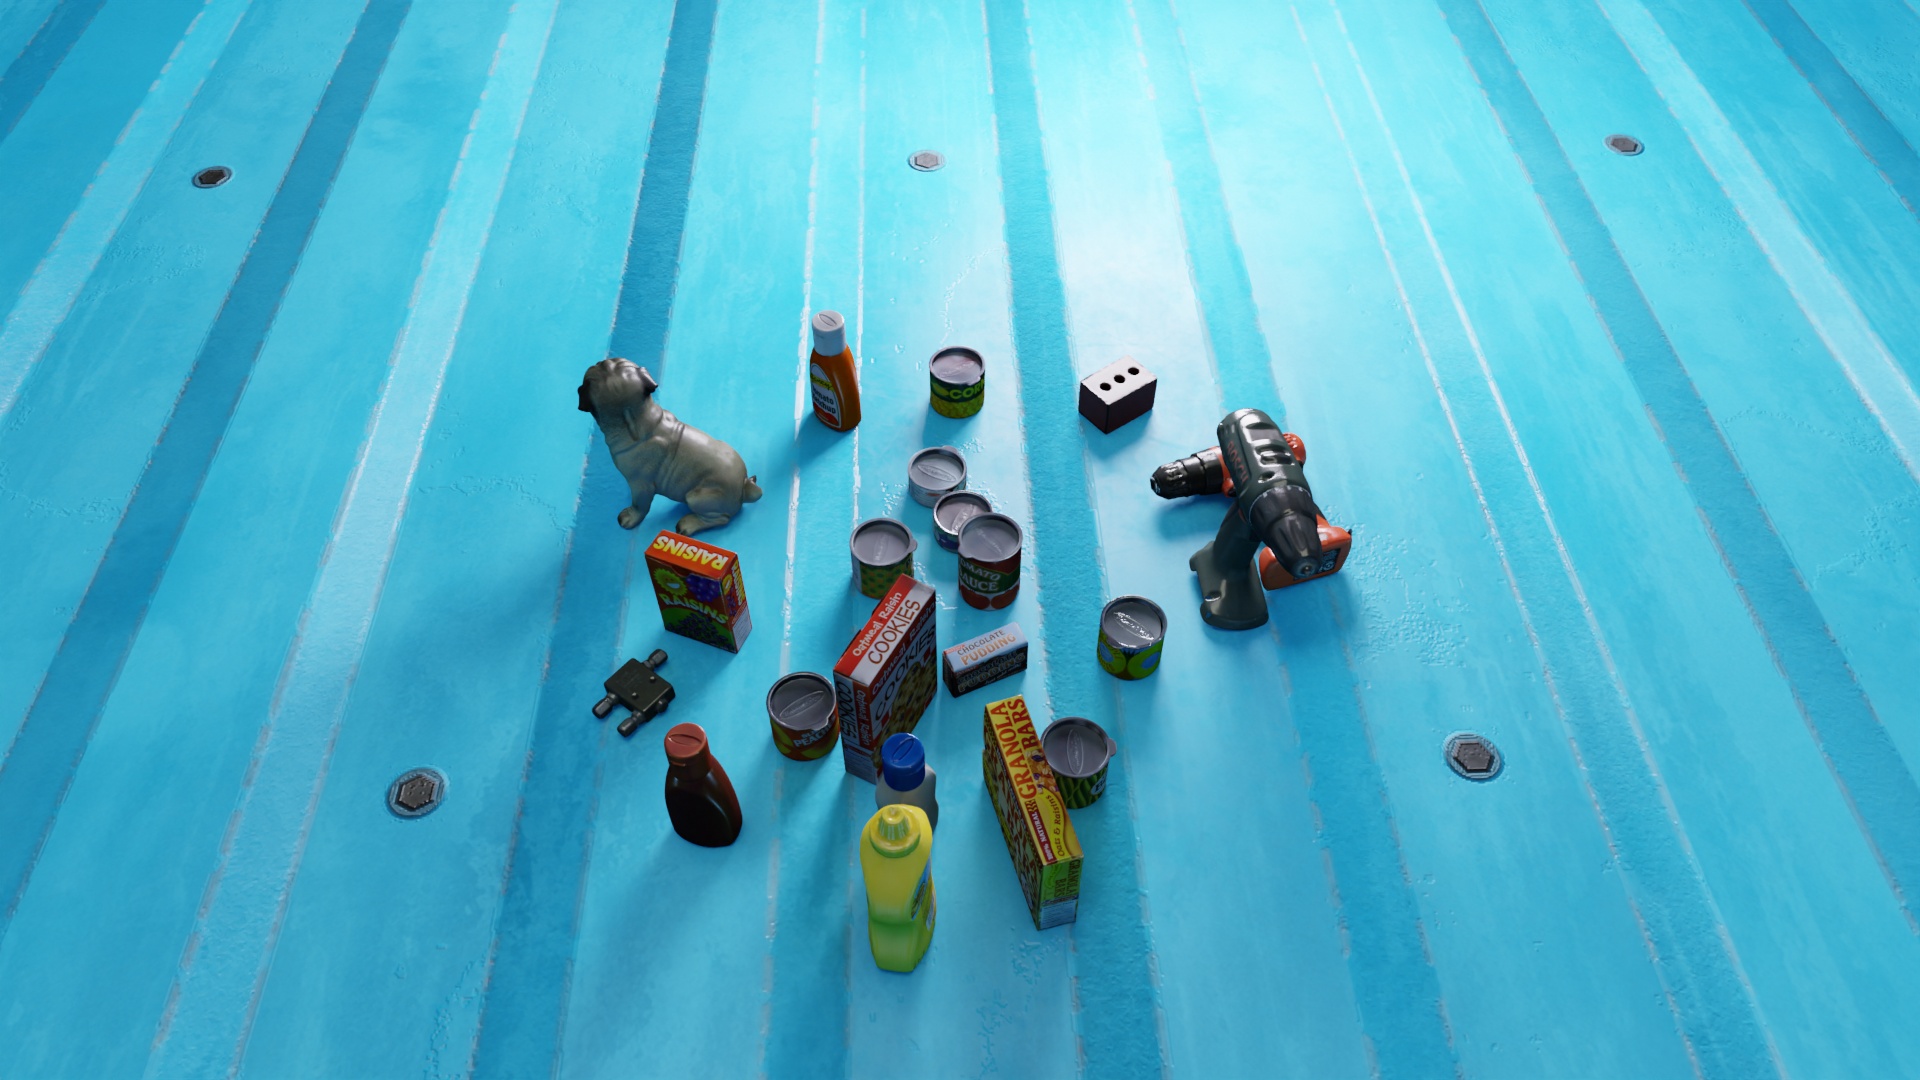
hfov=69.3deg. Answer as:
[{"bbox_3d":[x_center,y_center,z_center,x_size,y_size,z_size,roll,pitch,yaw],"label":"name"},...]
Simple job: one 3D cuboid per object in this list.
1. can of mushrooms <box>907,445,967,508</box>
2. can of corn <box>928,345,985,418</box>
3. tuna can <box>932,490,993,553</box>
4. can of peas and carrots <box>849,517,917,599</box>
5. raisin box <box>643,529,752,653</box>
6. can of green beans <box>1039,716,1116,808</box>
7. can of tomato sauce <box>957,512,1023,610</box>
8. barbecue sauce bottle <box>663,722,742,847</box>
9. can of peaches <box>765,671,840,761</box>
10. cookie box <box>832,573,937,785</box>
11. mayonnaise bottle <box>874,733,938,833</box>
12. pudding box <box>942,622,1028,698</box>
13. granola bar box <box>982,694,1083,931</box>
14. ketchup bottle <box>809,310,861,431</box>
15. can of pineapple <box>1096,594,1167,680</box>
[{"bbox_3d":[-0.024,-0.071,1.546,0.071,0.033,0.071,0,49,0],"label":"can of mushrooms"},{"bbox_3d":[-0.002,-0.184,1.627,0.071,0.058,0.071,0,49,0],"label":"can of corn"},{"bbox_3d":[0.005,-0.019,1.502,0.071,0.032,0.071,0,49,0],"label":"tuna can"},{"bbox_3d":[-0.079,0.019,1.452,0.071,0.058,0.071,0,49,0],"label":"can of peas and carrots"},{"bbox_3d":[-0.260,0.052,1.382,0.086,0.122,0.040,18,52,15],"label":"raisin box"},{"bbox_3d":[0.105,0.207,1.291,0.071,0.057,0.071,0,49,0],"label":"can of green beans"},{"bbox_3d":[0.029,0.024,1.432,0.071,0.082,0.071,0,49,0],"label":"can of tomato sauce"},{"bbox_3d":[-0.232,0.216,1.224,0.065,0.147,0.044,10,50,9],"label":"barbecue sauce bottle"},{"bbox_3d":[-0.148,0.170,1.323,0.071,0.057,0.071,0,49,0],"label":"can of peaches"},{"bbox_3d":[-0.067,0.130,1.286,0.040,0.166,0.123,21,53,18],"label":"cookie box"},{"bbox_3d":[-0.048,0.223,1.218,0.041,0.147,0.065,30,56,23],"label":"mayonnaise bottle"},{"bbox_3d":[0.025,0.118,1.373,0.084,0.049,0.030,-20,52,-16],"label":"pudding box"},{"bbox_3d":[0.060,0.239,1.220,0.039,0.123,0.166,-13,50,-10],"label":"granola bar box"},{"bbox_3d":[-0.145,-0.194,1.577,0.044,0.148,0.065,-37,59,-27],"label":"ketchup bottle"},{"bbox_3d":[0.169,0.098,1.385,0.071,0.057,0.071,0,49,0],"label":"can of pineapple"}]
